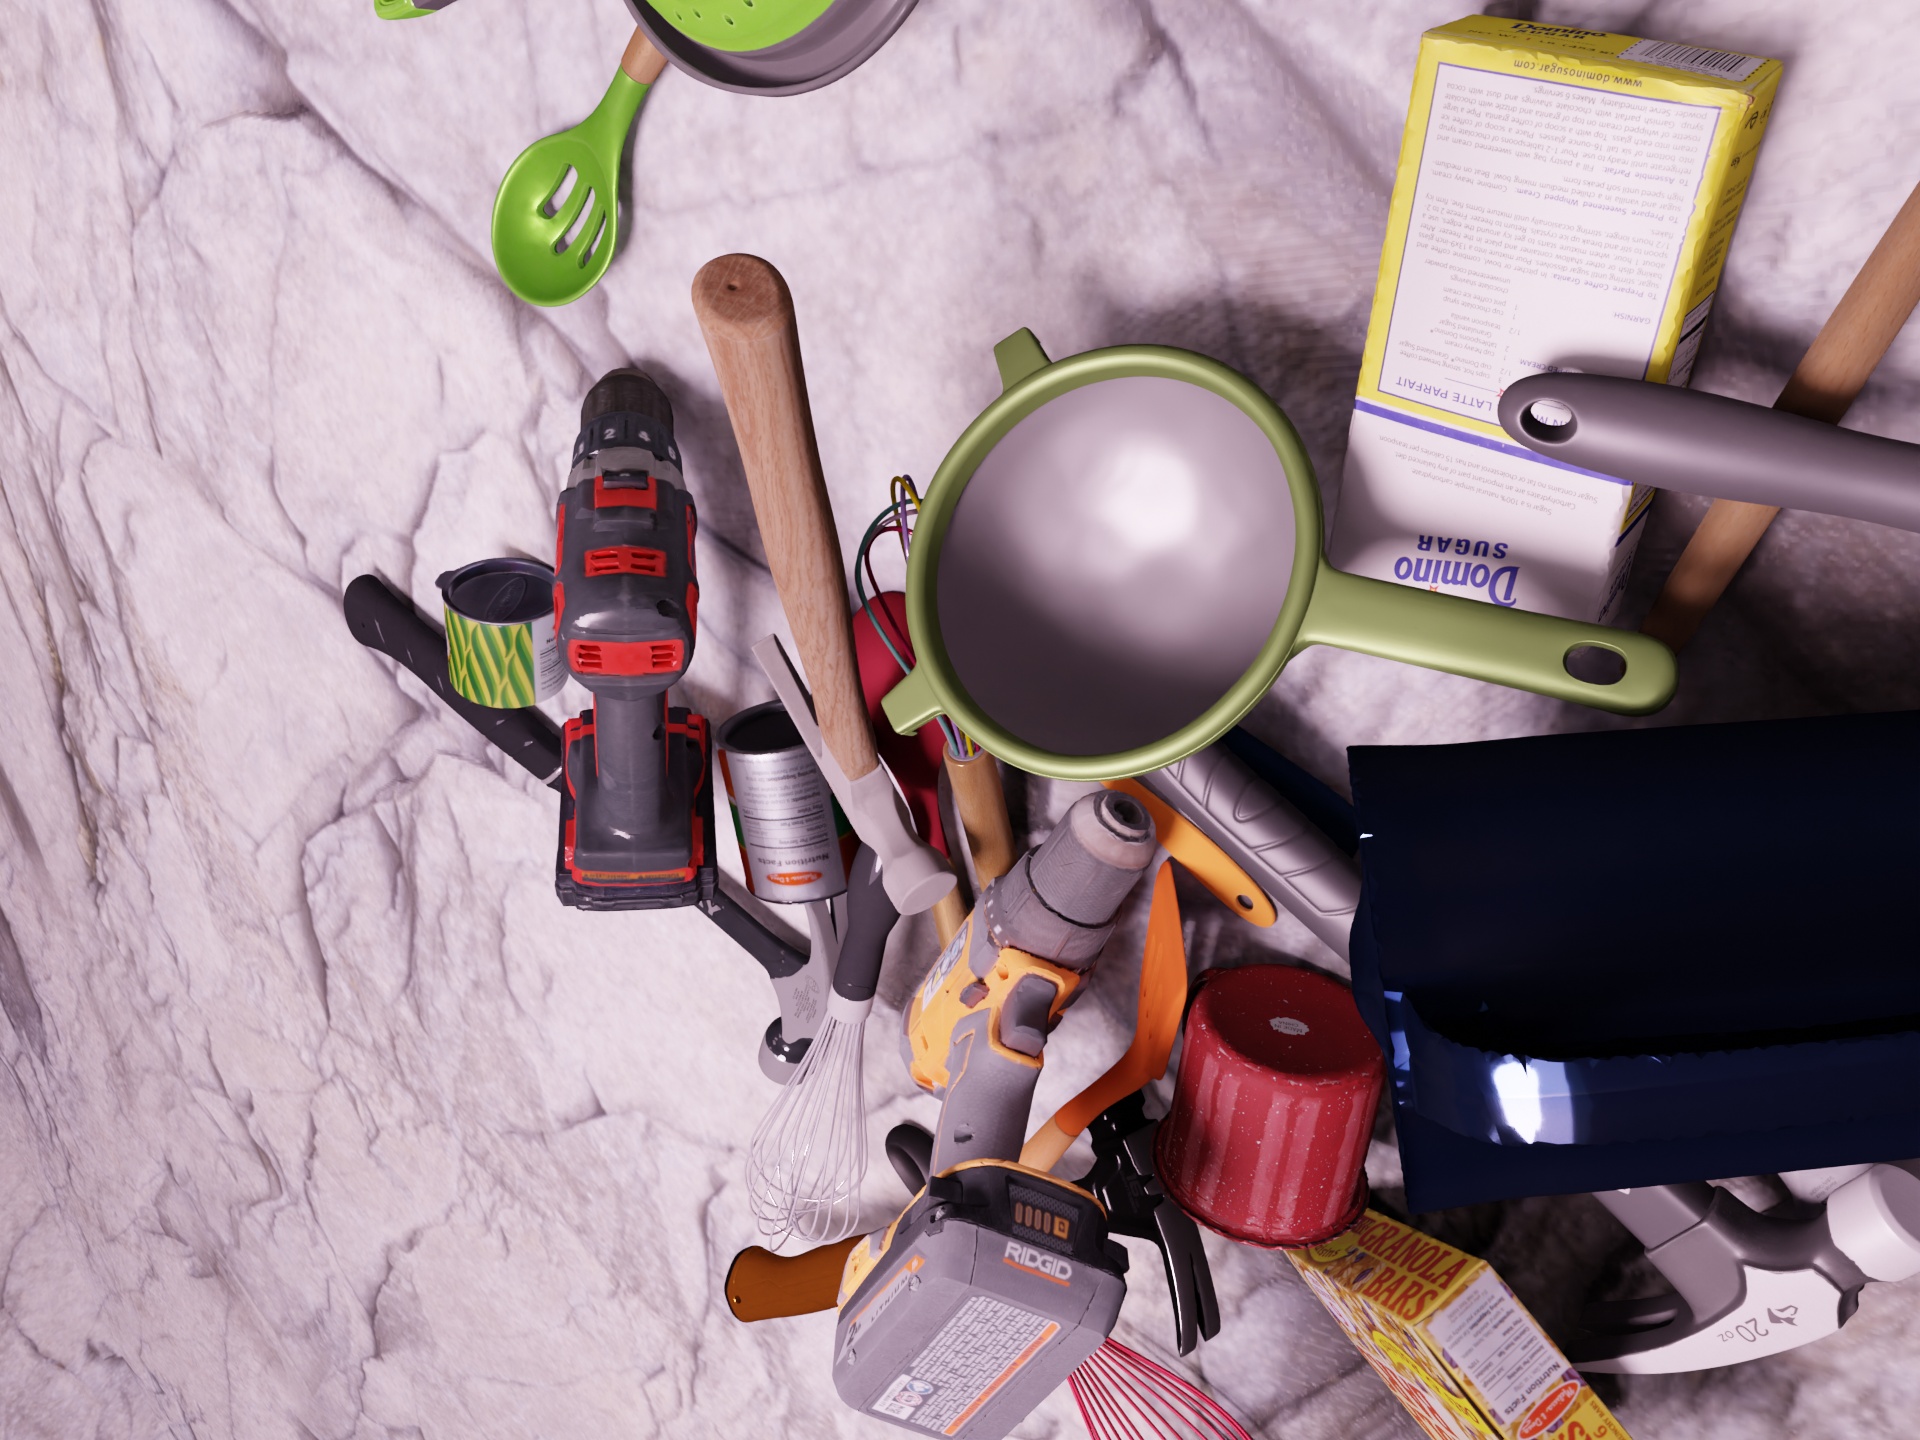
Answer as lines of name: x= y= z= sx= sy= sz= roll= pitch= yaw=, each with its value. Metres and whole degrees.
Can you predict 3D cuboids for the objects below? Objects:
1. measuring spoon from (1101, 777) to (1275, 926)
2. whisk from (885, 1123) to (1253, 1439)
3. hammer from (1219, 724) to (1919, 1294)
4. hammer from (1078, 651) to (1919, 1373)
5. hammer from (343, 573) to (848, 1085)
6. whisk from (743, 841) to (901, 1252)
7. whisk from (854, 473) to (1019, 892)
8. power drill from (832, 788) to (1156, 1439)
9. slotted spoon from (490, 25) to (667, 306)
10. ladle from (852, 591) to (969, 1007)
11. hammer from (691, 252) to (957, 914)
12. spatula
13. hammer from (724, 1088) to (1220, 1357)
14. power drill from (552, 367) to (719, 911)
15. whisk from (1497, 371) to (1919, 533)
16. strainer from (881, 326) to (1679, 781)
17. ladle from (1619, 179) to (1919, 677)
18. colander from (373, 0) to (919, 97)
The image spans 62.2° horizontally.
measuring spoon: x=0.089 y=0.049 z=0.685 sx=0.117 sy=0.011 sz=0.021 roll=42 pitch=135 yaw=13
whisk: x=0.060 y=0.330 z=0.849 sx=0.296 sy=0.073 sz=0.073 roll=45 pitch=136 yaw=20
hammer: x=0.161 y=0.061 z=0.613 sx=0.406 sy=0.035 sz=0.144 roll=35 pitch=133 yaw=20
hammer: x=0.165 y=0.097 z=0.580 sx=0.335 sy=0.035 sz=0.146 roll=44 pitch=134 yaw=12
hammer: x=-0.221 y=0.038 z=0.927 sx=0.409 sy=0.036 sz=0.149 roll=37 pitch=132 yaw=18
whisk: x=-0.061 y=0.166 z=0.807 sx=0.070 sy=0.070 sz=0.284 roll=30 pitch=123 yaw=24
whisk: x=-0.001 y=-0.001 z=0.668 sx=0.047 sy=0.051 sz=0.244 roll=23 pitch=146 yaw=31
power drill: x=0.024 y=0.150 z=0.653 sx=0.084 sy=0.226 sz=0.185 roll=23 pitch=127 yaw=-11
slotted spoon: x=-0.121 y=-0.285 z=0.654 sx=0.070 sy=0.031 sz=0.313 roll=54 pitch=134 yaw=4
ladle: x=-0.007 y=0.088 z=0.782 sx=0.069 sy=0.031 sz=0.315 roll=8 pitch=121 yaw=39
hammer: x=-0.055 y=-0.044 z=0.595 sx=0.130 sy=0.031 sz=0.331 roll=56 pitch=167 yaw=27
spatula: x=0.030 y=0.200 z=0.750 sx=0.041 sy=0.081 sz=0.322 roll=24 pitch=123 yaw=-16
hammer: x=-0.014 y=0.290 z=0.850 sx=0.337 sy=0.034 sz=0.127 roll=-28 pitch=76 yaw=39
power drill: x=-0.157 y=-0.037 z=0.762 sx=0.226 sy=0.080 sz=0.188 roll=100 pitch=165 yaw=-46
whisk: x=0.263 y=-0.057 z=0.421 sx=0.239 sy=0.055 sz=0.055 roll=18 pitch=126 yaw=19
strainer: x=0.105 y=-0.037 z=0.530 sx=0.256 sy=0.069 sz=0.151 roll=16 pitch=87 yaw=29
ladle: x=0.256 y=-0.130 z=0.423 sx=0.078 sy=0.062 sz=0.320 roll=33 pitch=139 yaw=19
colander: x=-0.152 y=-0.325 z=0.587 sx=0.397 sy=0.094 sz=0.204 roll=5 pitch=105 yaw=43
